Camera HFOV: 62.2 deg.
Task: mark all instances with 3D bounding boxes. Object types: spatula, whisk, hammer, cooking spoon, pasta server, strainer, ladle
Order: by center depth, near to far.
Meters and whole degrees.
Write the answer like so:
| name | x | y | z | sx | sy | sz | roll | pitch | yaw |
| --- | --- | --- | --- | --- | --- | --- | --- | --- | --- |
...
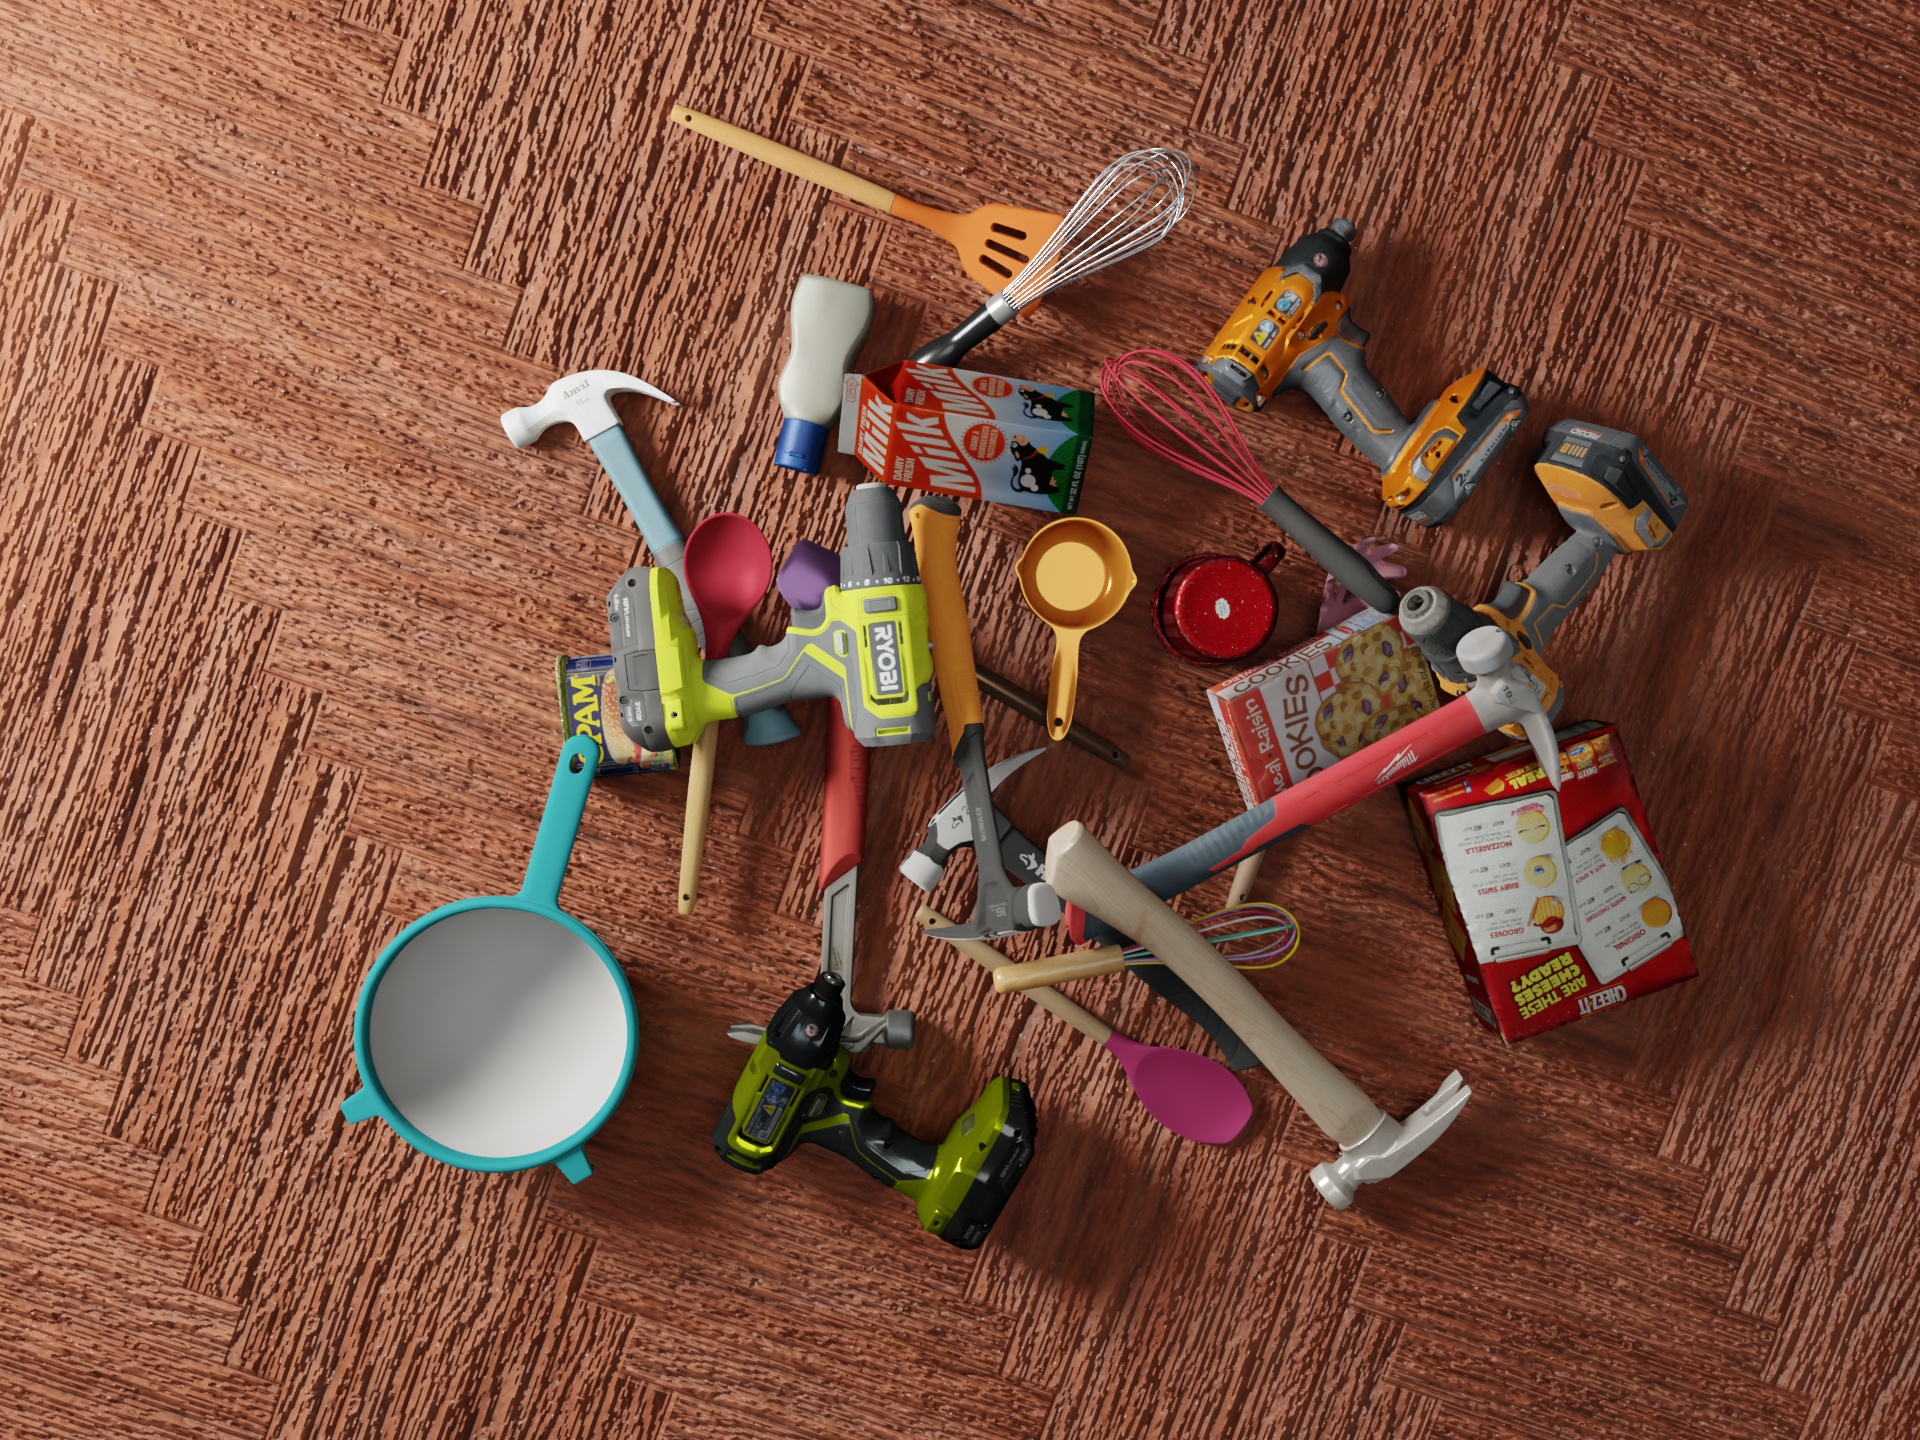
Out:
| name | x | y | z | sx | sy | sz | roll | pitch | yaw |
| --- | --- | --- | --- | --- | --- | --- | --- | --- | --- |
| hammer | -0.002 | -0.004 | 1.194 | 0.034 | 0.127 | 0.337 | -1 | 78 | -40 |
| whisk | 0.057 | -0.329 | 1.195 | 0.284 | 0.070 | 0.070 | -34 | 94 | 25 |
| hammer | 0.258 | 0.079 | 1.200 | 0.386 | 0.038 | 0.143 | -29 | 117 | 10 |
| hammer | 0.220 | 0.212 | 1.214 | 0.146 | 0.038 | 0.410 | -43 | 109 | 9 |
| whisk | 0.223 | -0.185 | 1.222 | 0.296 | 0.073 | 0.073 | 43 | 92 | 7 |
| ladle | -0.194 | -0.003 | 1.230 | 0.069 | 0.031 | 0.315 | 8 | 96 | 2 |
| whisk | 0.147 | 0.183 | 1.232 | 0.245 | 0.051 | 0.047 | -10 | 95 | -7 |
| spatula | -0.075 | -0.411 | 1.233 | 0.322 | 0.041 | 0.081 | 22 | 110 | -1 |
| strainer | -0.333 | 0.173 | 1.236 | 0.211 | 0.095 | 0.340 | 16 | 91 | -5 |
| spatula | -0.001 | -0.041 | 1.244 | 0.315 | 0.018 | 0.060 | 29 | 85 | -12 |
| hammer | -0.224 | -0.124 | 1.251 | 0.128 | 0.033 | 0.331 | -29 | 94 | 2 |
| hammer | -0.102 | 0.084 | 1.264 | 0.149 | 0.037 | 0.359 | 3 | 94 | -1 |
| pasta server | 0.274 | 0.006 | 1.266 | 0.060 | 0.040 | 0.316 | 18 | 94 | -20 |
| hammer | 0.124 | 0.163 | 1.267 | 0.334 | 0.035 | 0.146 | 39 | 82 | -6 |
| cooking spoon | 0.098 | 0.241 | 1.285 | 0.319 | 0.017 | 0.068 | 34 | 99 | -3 |

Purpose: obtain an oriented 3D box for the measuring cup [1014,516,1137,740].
| name | x | y | z | sx | sy | sz | roll | pitch | yaw |
| --- | --- | --- | --- | --- | --- | --- | --- | --- | --- |
| measuring cup | 0.084 | -0.072 | 1.252 | 0.095 | 0.052 | 0.173 | 6 | 95 | -2 |

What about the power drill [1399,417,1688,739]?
| name | x | y | z | sx | sy | sz | roll | pitch | yaw |
| --- | --- | --- | --- | --- | --- | --- | --- | --- | --- |
| power drill | 0.435 | -0.116 | 1.209 | 0.185 | 0.084 | 0.226 | 30 | 93 | -37 |

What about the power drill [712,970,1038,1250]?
| name | x | y | z | sx | sy | sz | roll | pitch | yaw |
| --- | --- | --- | --- | --- | --- | --- | --- | --- | --- |
| power drill | -0.059 | 0.303 | 1.237 | 0.223 | 0.080 | 0.171 | 26 | 105 | -7 |

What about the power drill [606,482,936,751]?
| name | x | y | z | sx | sy | sz | roll | pitch | yaw |
| --- | --- | --- | --- | --- | --- | --- | --- | --- | --- |
| power drill | -0.135 | -0.070 | 1.169 | 0.228 | 0.080 | 0.190 | -6 | 93 | 2 |

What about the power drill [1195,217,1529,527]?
| name | x | y | z | sx | sy | sz | roll | pitch | yaw |
| --- | --- | --- | --- | --- | --- | --- | --- | --- | --- |
| power drill | 0.319 | -0.272 | 1.232 | 0.226 | 0.084 | 0.164 | 35 | 91 | 1 |
